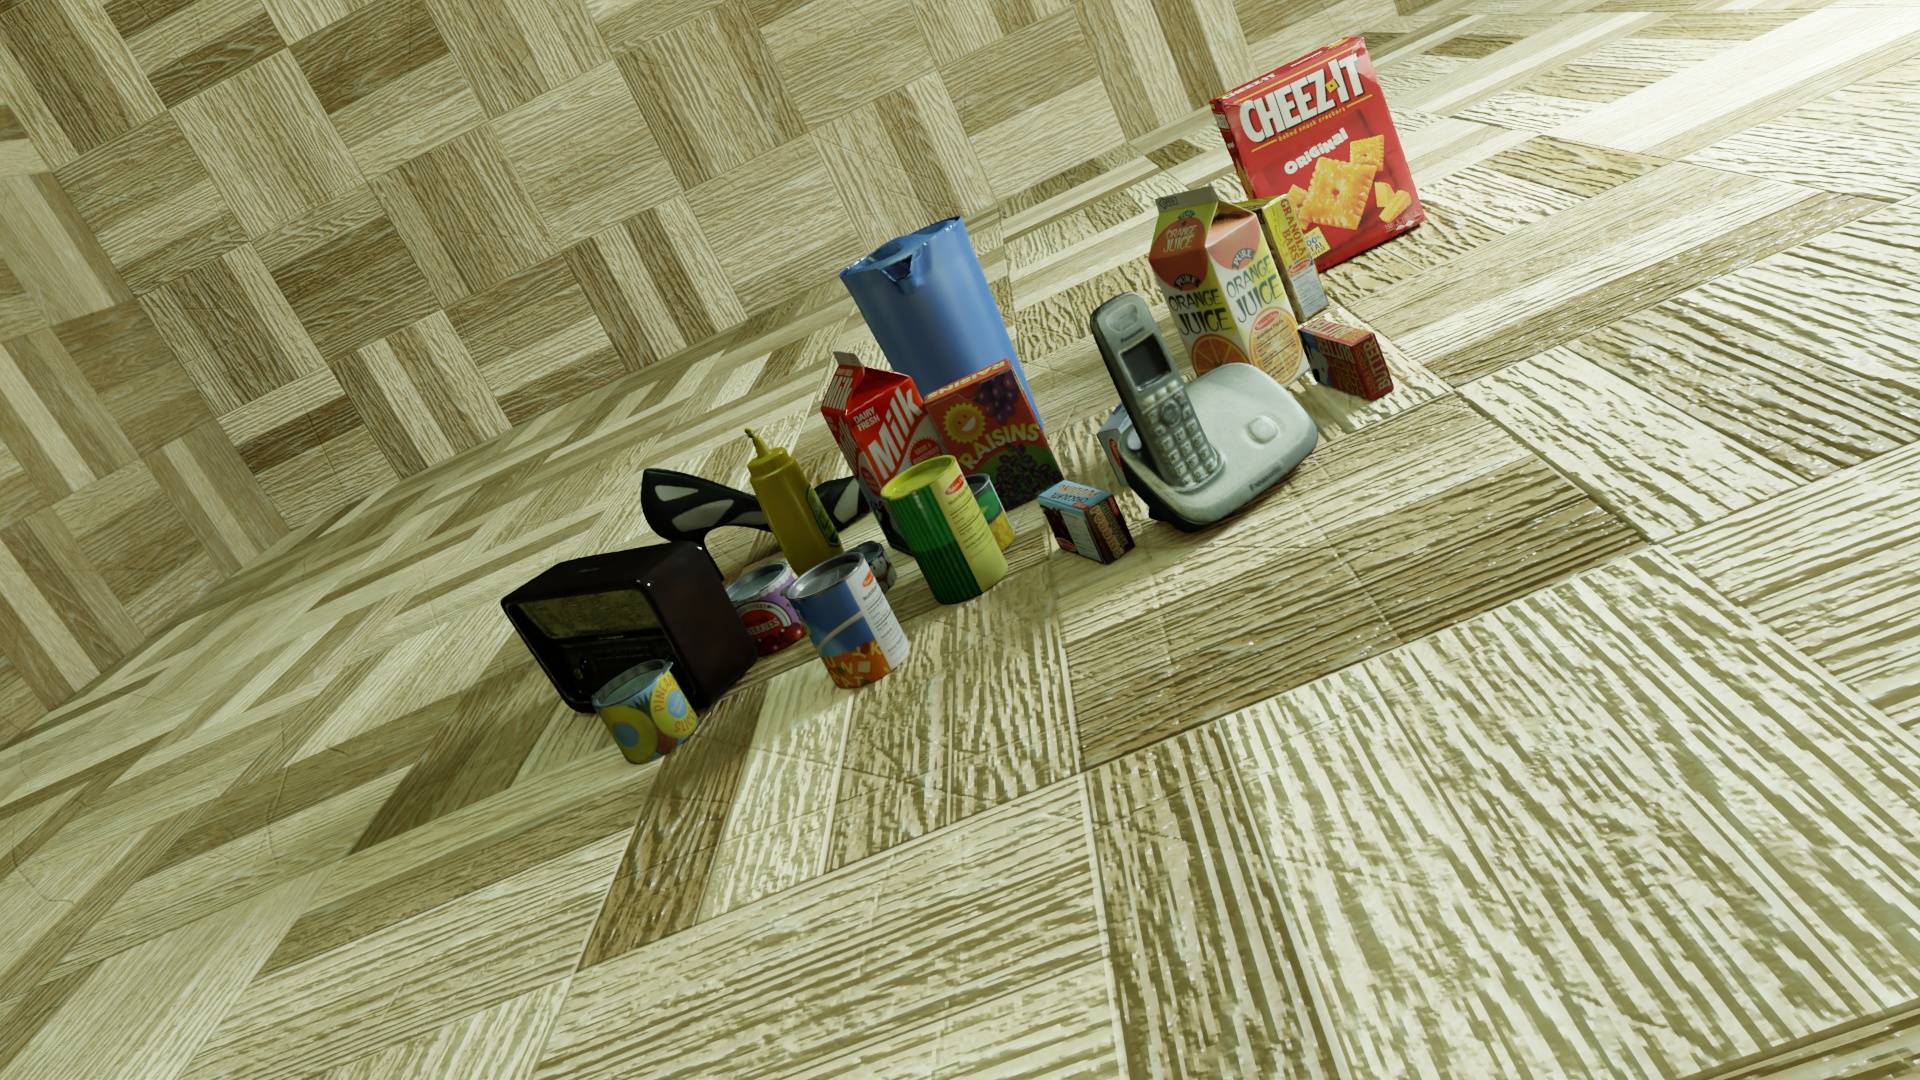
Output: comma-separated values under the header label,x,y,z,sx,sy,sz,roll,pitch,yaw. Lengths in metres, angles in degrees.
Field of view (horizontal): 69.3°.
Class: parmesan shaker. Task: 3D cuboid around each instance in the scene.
label,x,y,z,sx,sy,sz,roll,pitch,yaw
parmesan shaker,-0.014,-0.007,1.116,0.071,0.102,0.071,-23,18,8

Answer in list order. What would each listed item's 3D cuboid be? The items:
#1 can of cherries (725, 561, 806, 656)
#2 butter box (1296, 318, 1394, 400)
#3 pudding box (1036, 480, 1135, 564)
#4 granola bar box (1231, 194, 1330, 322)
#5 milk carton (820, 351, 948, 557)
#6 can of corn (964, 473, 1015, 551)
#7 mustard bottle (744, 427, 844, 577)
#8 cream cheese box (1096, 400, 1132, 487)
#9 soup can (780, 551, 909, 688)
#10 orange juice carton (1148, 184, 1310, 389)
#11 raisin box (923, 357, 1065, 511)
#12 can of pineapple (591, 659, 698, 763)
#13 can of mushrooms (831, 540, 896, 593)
label,x,y,z,sx,sy,sz,roll,pitch,yaw
can of cherries,-0.168,0.061,1.208,0.071,0.058,0.072,-23,18,8
butter box,0.317,-0.150,1.147,0.024,0.053,0.104,-27,18,-3
pudding box,0.096,-0.015,1.078,0.030,0.049,0.084,-31,19,-15
granola bar box,0.292,-0.285,1.433,0.039,0.124,0.165,-33,19,-20
milk carton,-0.063,-0.086,1.259,0.073,0.190,0.072,-32,19,-16
can of corn,0.004,-0.015,1.185,0.071,0.058,0.071,-23,18,8
mustard bottle,-0.160,-0.036,1.296,0.049,0.159,0.065,-23,18,9
cream cheese box,0.153,-0.094,1.210,0.024,0.053,0.104,-15,21,32
soup can,-0.088,0.062,1.059,0.071,0.083,0.071,-23,18,8
orange juice carton,0.232,-0.219,1.225,0.073,0.192,0.072,-36,21,-29
raisin box,0.031,-0.090,1.251,0.086,0.123,0.040,-24,18,7
can of pineapple,-0.250,0.136,1.112,0.071,0.057,0.071,-23,18,8
can of mushrooms,-0.091,0.030,1.227,0.071,0.033,0.071,-23,18,8
